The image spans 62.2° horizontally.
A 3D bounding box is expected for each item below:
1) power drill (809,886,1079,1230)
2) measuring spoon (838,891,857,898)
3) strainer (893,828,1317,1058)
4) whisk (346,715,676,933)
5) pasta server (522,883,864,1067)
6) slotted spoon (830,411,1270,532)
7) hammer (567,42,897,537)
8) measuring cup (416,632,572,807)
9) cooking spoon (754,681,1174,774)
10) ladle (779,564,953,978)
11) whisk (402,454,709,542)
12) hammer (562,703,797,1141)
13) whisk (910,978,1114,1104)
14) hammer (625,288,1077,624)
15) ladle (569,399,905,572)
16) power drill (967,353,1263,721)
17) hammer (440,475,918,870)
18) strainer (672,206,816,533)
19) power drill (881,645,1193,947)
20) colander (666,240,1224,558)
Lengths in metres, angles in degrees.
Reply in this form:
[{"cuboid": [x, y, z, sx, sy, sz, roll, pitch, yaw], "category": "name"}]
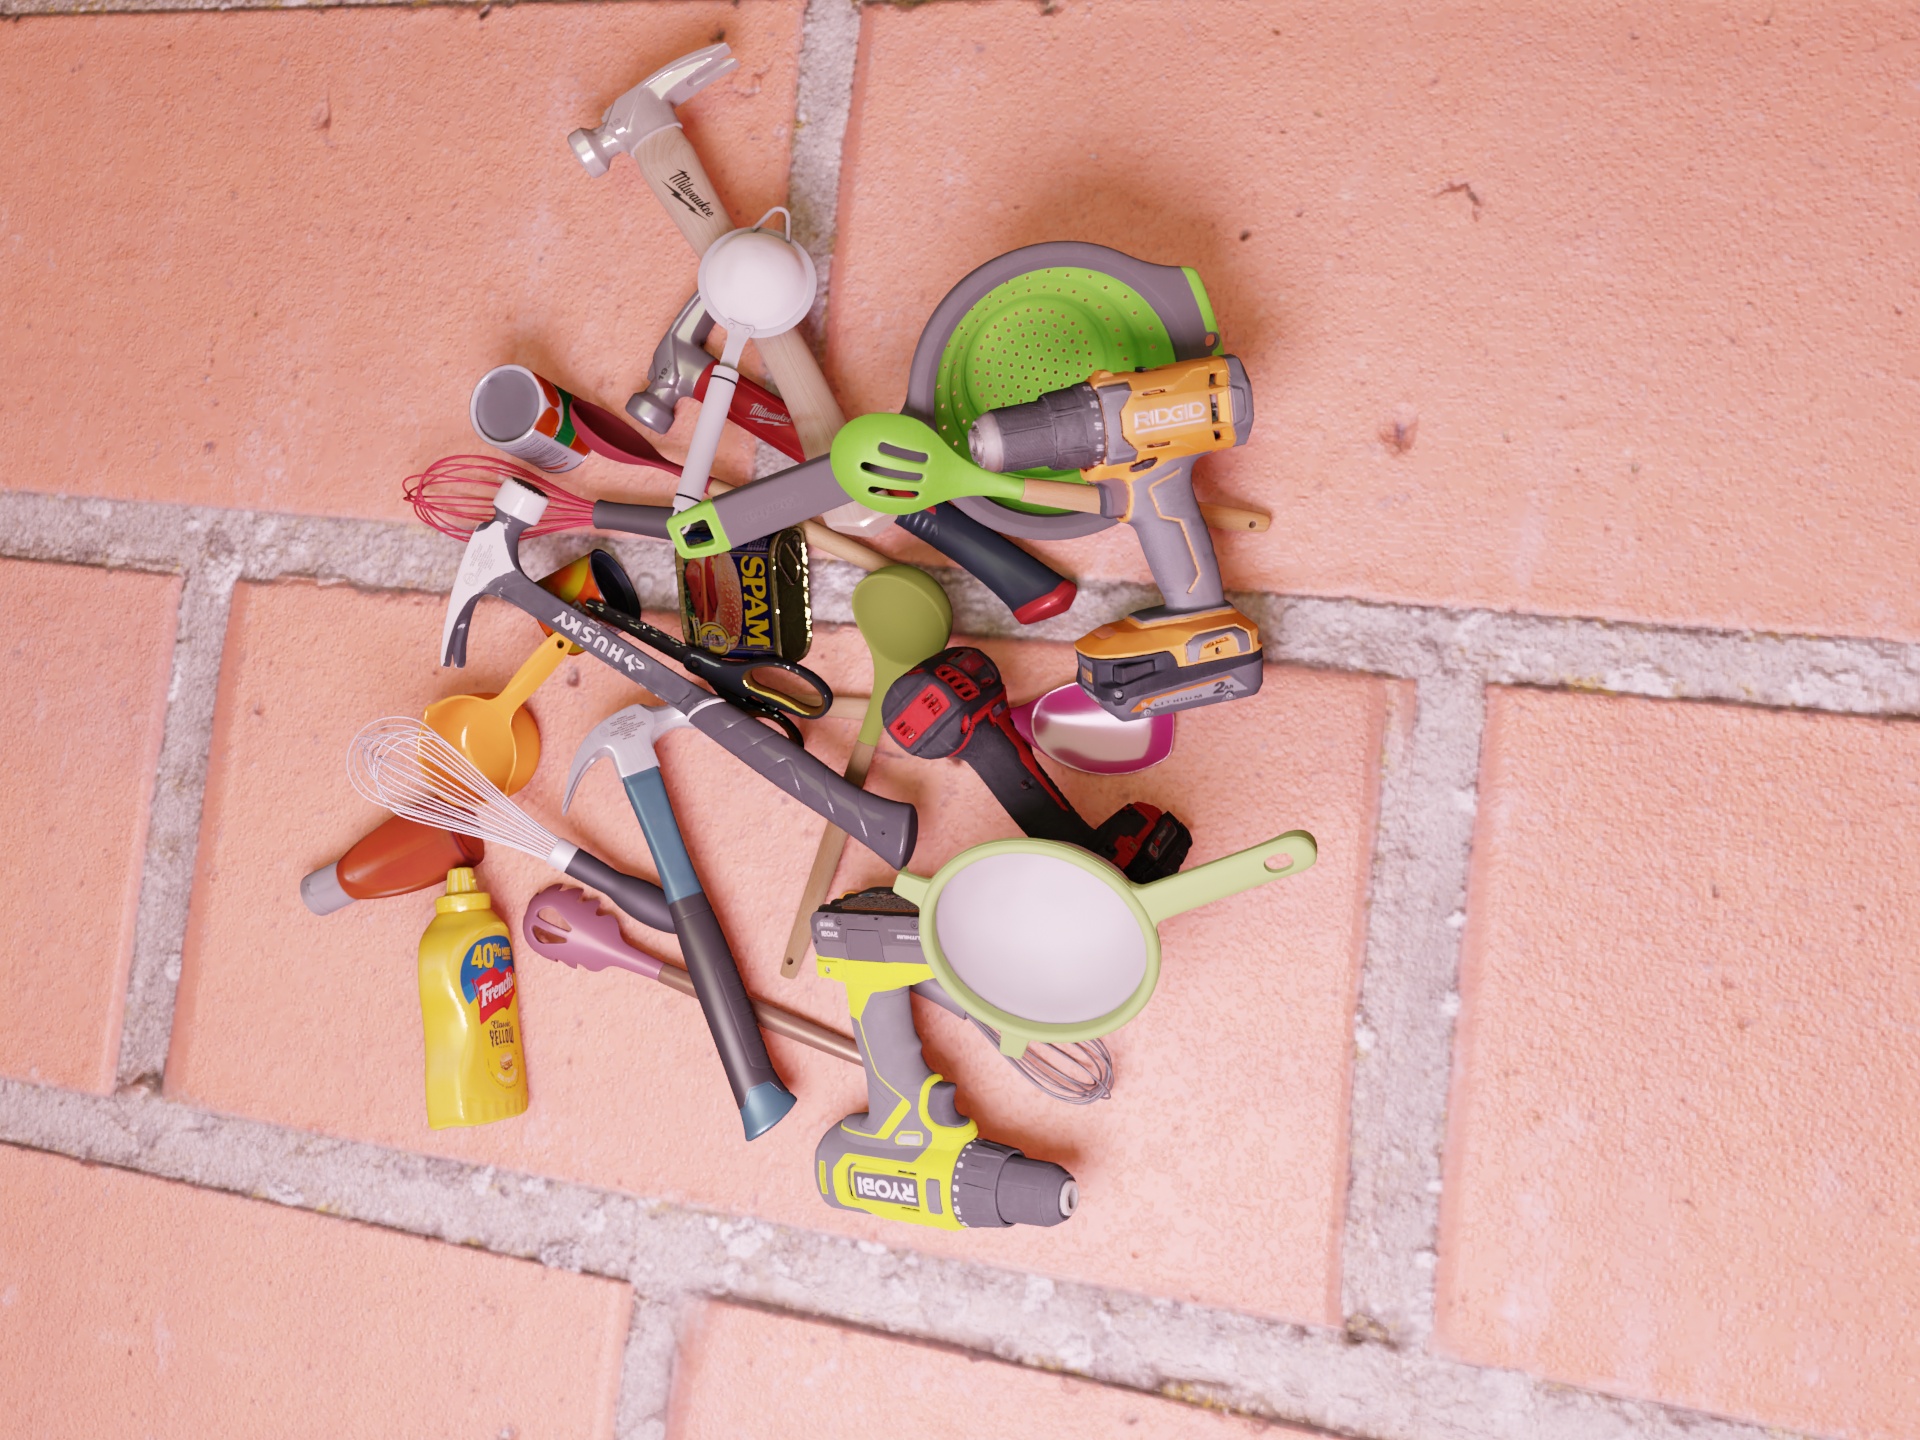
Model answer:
[{"cuboid": [-0.016, 0.235, 1.081, 0.190, 0.080, 0.228, -1, 98, 31], "category": "power drill"}, {"cuboid": [-0.035, 0.132, 1.166, 0.117, 0.011, 0.021, -6, 51, 13], "category": "measuring spoon"}, {"cuboid": [0.098, 0.103, 0.964, 0.256, 0.069, 0.151, -23, 110, 26], "category": "strainer"}, {"cuboid": [-0.326, 0.084, 1.193, 0.284, 0.070, 0.070, 31, 93, -7], "category": "whisk"}, {"cuboid": [-0.198, 0.199, 1.198, 0.316, 0.040, 0.060, 20, 90, 12], "category": "pasta server"}, {"cuboid": [0.067, -0.156, 1.084, 0.313, 0.031, 0.070, 6, 119, -15], "category": "slotted spoon"}, {"cuboid": [-0.148, -0.320, 1.195, 0.146, 0.038, 0.411, -31, 76, 6], "category": "hammer"}, {"cuboid": [-0.345, -0.008, 1.234, 0.095, 0.052, 0.173, 46, 104, 7], "category": "measuring cup"}, {"cuboid": [-0.002, -0.004, 1.167, 0.319, 0.017, 0.069, 4, 94, 15], "category": "cooking spoon"}, {"cuboid": [-0.081, 0.041, 1.151, 0.078, 0.062, 0.320, 22, 98, 18], "category": "ladle"}, {"cuboid": [-0.302, -0.164, 1.248, 0.296, 0.073, 0.073, 9, 87, 11], "category": "whisk"}, {"cuboid": [-0.195, 0.143, 1.166, 0.128, 0.033, 0.331, -19, 77, -18], "category": "hammer"}, {"cuboid": [0.006, 0.202, 1.131, 0.239, 0.055, 0.055, 27, 92, 20], "category": "whisk"}, {"cuboid": [-0.070, -0.200, 1.196, 0.386, 0.038, 0.143, 33, 92, 16], "category": "hammer"}, {"cuboid": [-0.166, -0.169, 1.216, 0.315, 0.069, 0.031, 26, 108, 11], "category": "ladle"}, {"cuboid": [0.107, -0.118, 1.052, 0.185, 0.084, 0.226, -11, 107, -11], "category": "power drill"}, {"cuboid": [-0.203, -0.014, 1.149, 0.409, 0.036, 0.149, 32, 97, 12], "category": "hammer"}, {"cuboid": [-0.167, -0.258, 1.152, 0.087, 0.050, 0.258, 16, 88, -1], "category": "strainer"}, {"cuboid": [0.050, 0.039, 1.080, 0.219, 0.143, 0.078, 46, 112, 2], "category": "power drill"}, {"cuboid": [-0.016, -0.208, 1.113, 0.397, 0.095, 0.204, -21, 117, 0], "category": "colander"}]
